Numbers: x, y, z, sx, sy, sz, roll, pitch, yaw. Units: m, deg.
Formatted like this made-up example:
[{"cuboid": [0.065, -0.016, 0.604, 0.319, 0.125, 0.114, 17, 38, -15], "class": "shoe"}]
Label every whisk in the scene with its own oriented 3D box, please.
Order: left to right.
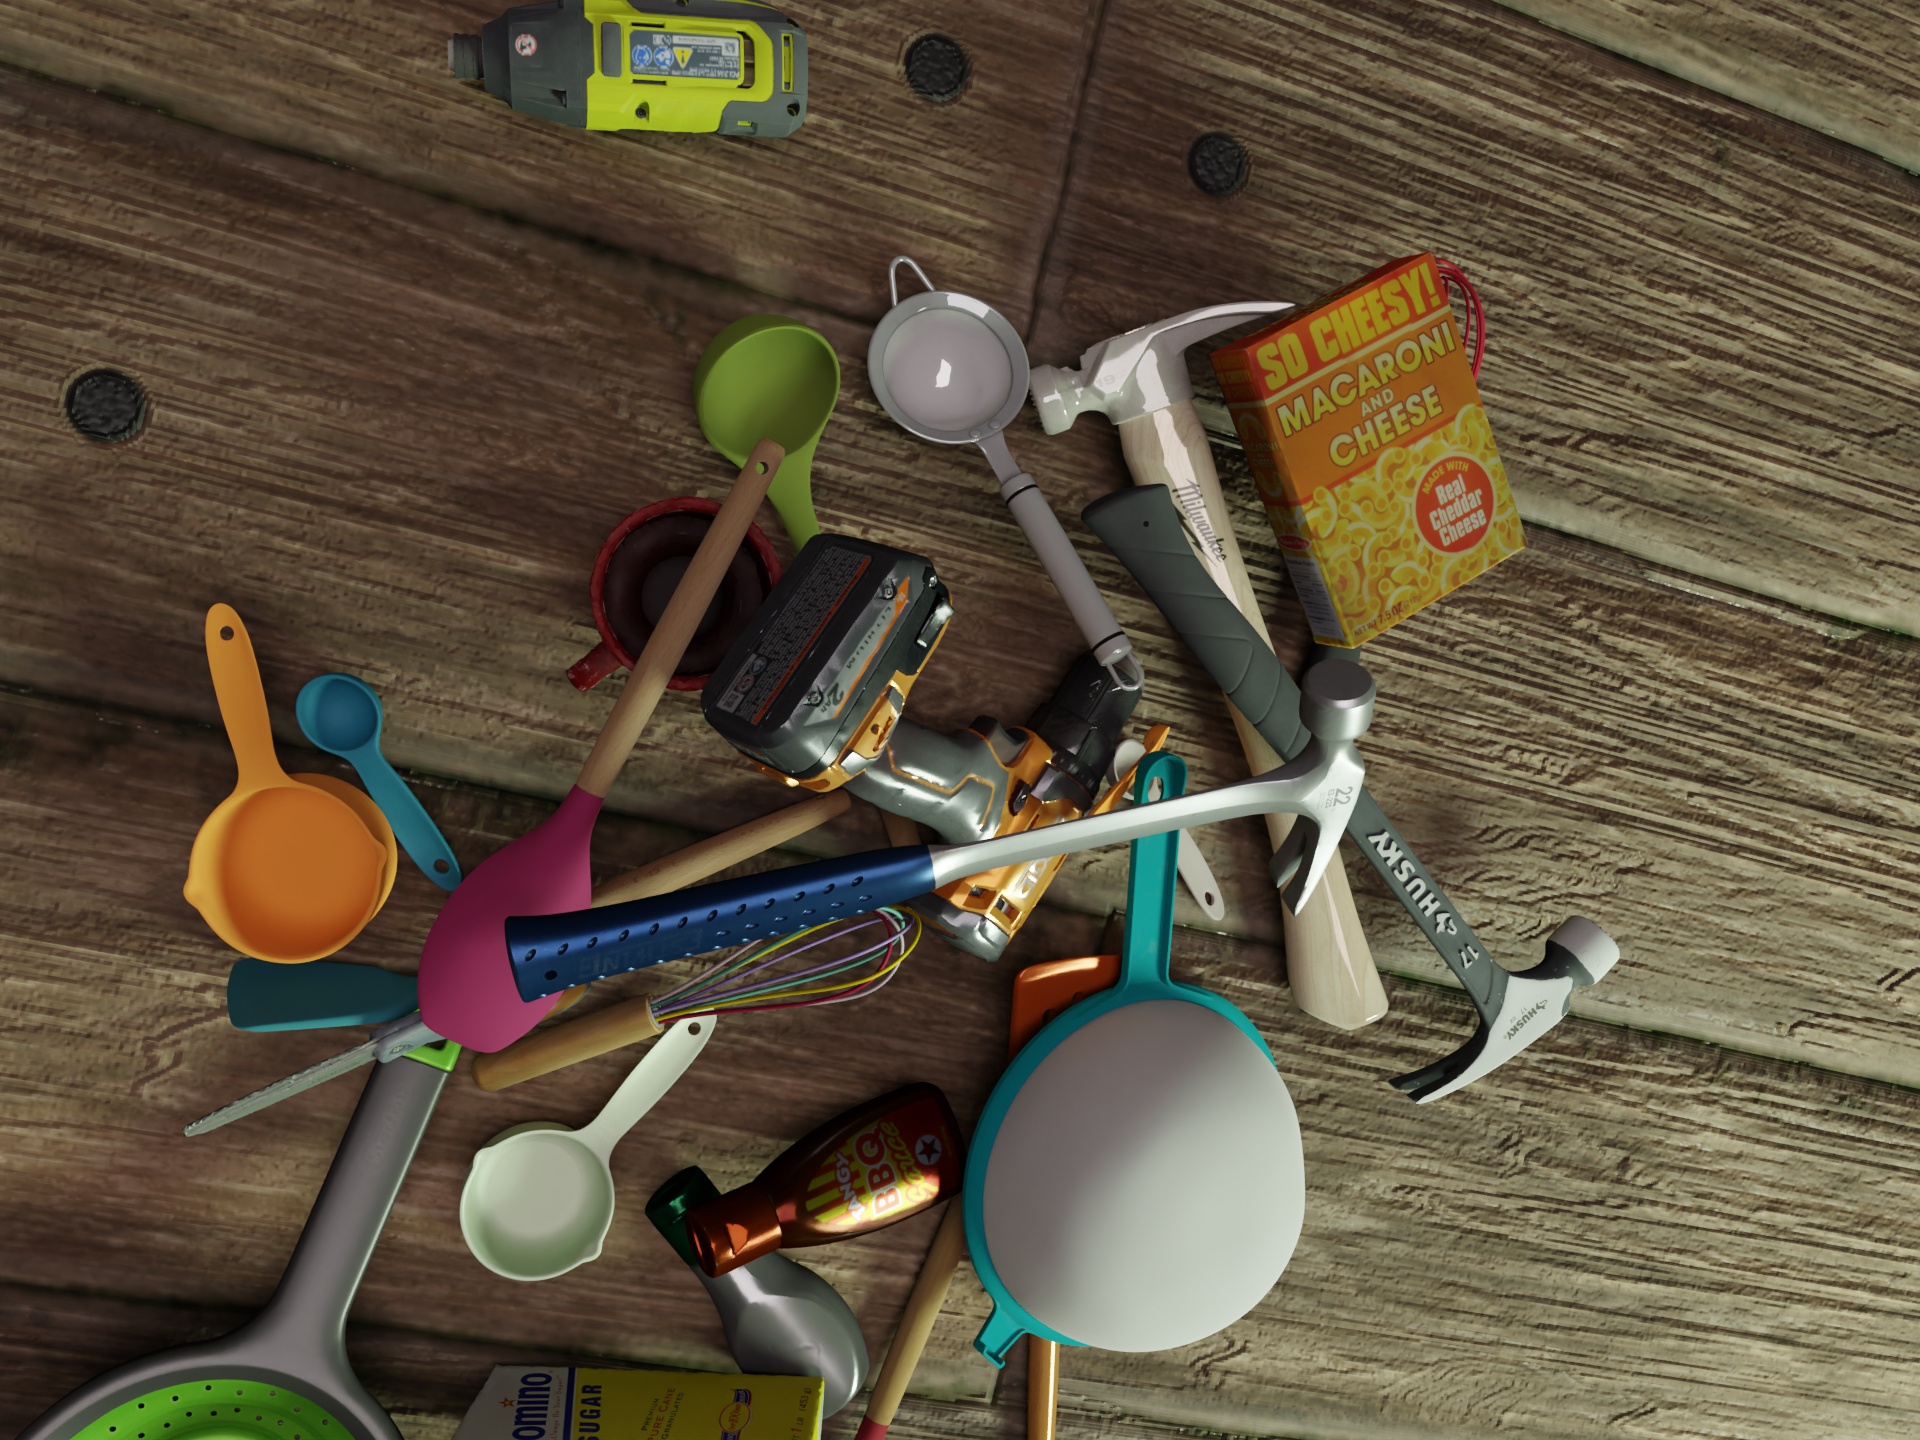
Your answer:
[{"cuboid": [-0.135, 0.142, 0.803, 0.245, 0.051, 0.047, -20, 62, 6], "class": "whisk"}, {"cuboid": [0.234, -0.114, 0.902, 0.073, 0.073, 0.296, 12, 97, -14], "class": "whisk"}]

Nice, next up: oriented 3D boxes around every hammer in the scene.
[{"cuboid": [-0.003, 0.071, 0.746, 0.405, 0.035, 0.144, -12, 133, -9], "class": "hammer"}, {"cuboid": [0.171, -0.022, 0.883, 0.146, 0.038, 0.410, -19, 100, 7], "class": "hammer"}, {"cuboid": [0.197, 0.037, 0.854, 0.149, 0.036, 0.408, -42, 107, -6], "class": "hammer"}]

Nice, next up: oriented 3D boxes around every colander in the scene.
[{"cuboid": [-0.337, 0.325, 0.782, 0.204, 0.094, 0.397, 24, 70, -14], "class": "colander"}]

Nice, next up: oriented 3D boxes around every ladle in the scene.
[{"cuboid": [-0.063, -0.052, 0.832, 0.078, 0.062, 0.320, -21, 101, -18], "class": "ladle"}, {"cuboid": [-0.035, 0.362, 0.881, 0.069, 0.031, 0.315, 24, 86, -15], "class": "ladle"}]

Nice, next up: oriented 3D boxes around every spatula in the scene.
[{"cuboid": [-0.203, 0.091, 0.810, 0.317, 0.082, 0.044, -23, 112, -17], "class": "spatula"}, {"cuboid": [0.053, 0.286, 0.888, 0.081, 0.041, 0.322, -1, 95, -27], "class": "spatula"}]

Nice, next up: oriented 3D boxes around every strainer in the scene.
[{"cuboid": [0.025, -0.125, 0.824, 0.087, 0.050, 0.258, -26, 77, -16], "class": "strainer"}, {"cuboid": [0.116, 0.190, 0.838, 0.211, 0.095, 0.340, -3, 102, -27], "class": "strainer"}]

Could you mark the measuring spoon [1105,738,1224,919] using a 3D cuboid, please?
[{"cuboid": [0.115, 0.065, 0.904, 0.034, 0.018, 0.124, -46, 111, -39], "class": "measuring spoon"}]

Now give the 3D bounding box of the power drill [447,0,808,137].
[{"cuboid": [-0.164, -0.405, 0.776, 0.171, 0.080, 0.223, -2, 97, -14], "class": "power drill"}]

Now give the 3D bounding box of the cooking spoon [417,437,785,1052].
[{"cuboid": [-0.162, 0.010, 0.745, 0.068, 0.017, 0.319, 28, 89, -15], "class": "cooking spoon"}]

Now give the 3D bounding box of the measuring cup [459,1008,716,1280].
[{"cuboid": [-0.189, 0.212, 0.830, 0.083, 0.038, 0.167, 46, 74, -13], "class": "measuring cup"}]

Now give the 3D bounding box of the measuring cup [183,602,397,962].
[{"cuboid": [-0.329, 0.028, 0.769, 0.095, 0.052, 0.173, -12, 96, -4], "class": "measuring cup"}]

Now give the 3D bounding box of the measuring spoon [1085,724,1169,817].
[{"cuboid": [0.084, 0.033, 0.853, 0.011, 0.021, 0.117, 30, 42, 15], "class": "measuring spoon"}]

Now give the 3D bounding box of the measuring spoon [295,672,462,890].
[{"cuboid": [-0.287, 0.030, 0.804, 0.042, 0.021, 0.128, -24, 109, 11], "class": "measuring spoon"}]

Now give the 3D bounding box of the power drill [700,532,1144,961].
[{"cuboid": [-0.001, -0.003, 0.804, 0.185, 0.084, 0.226, -56, 132, -12], "class": "power drill"}]
